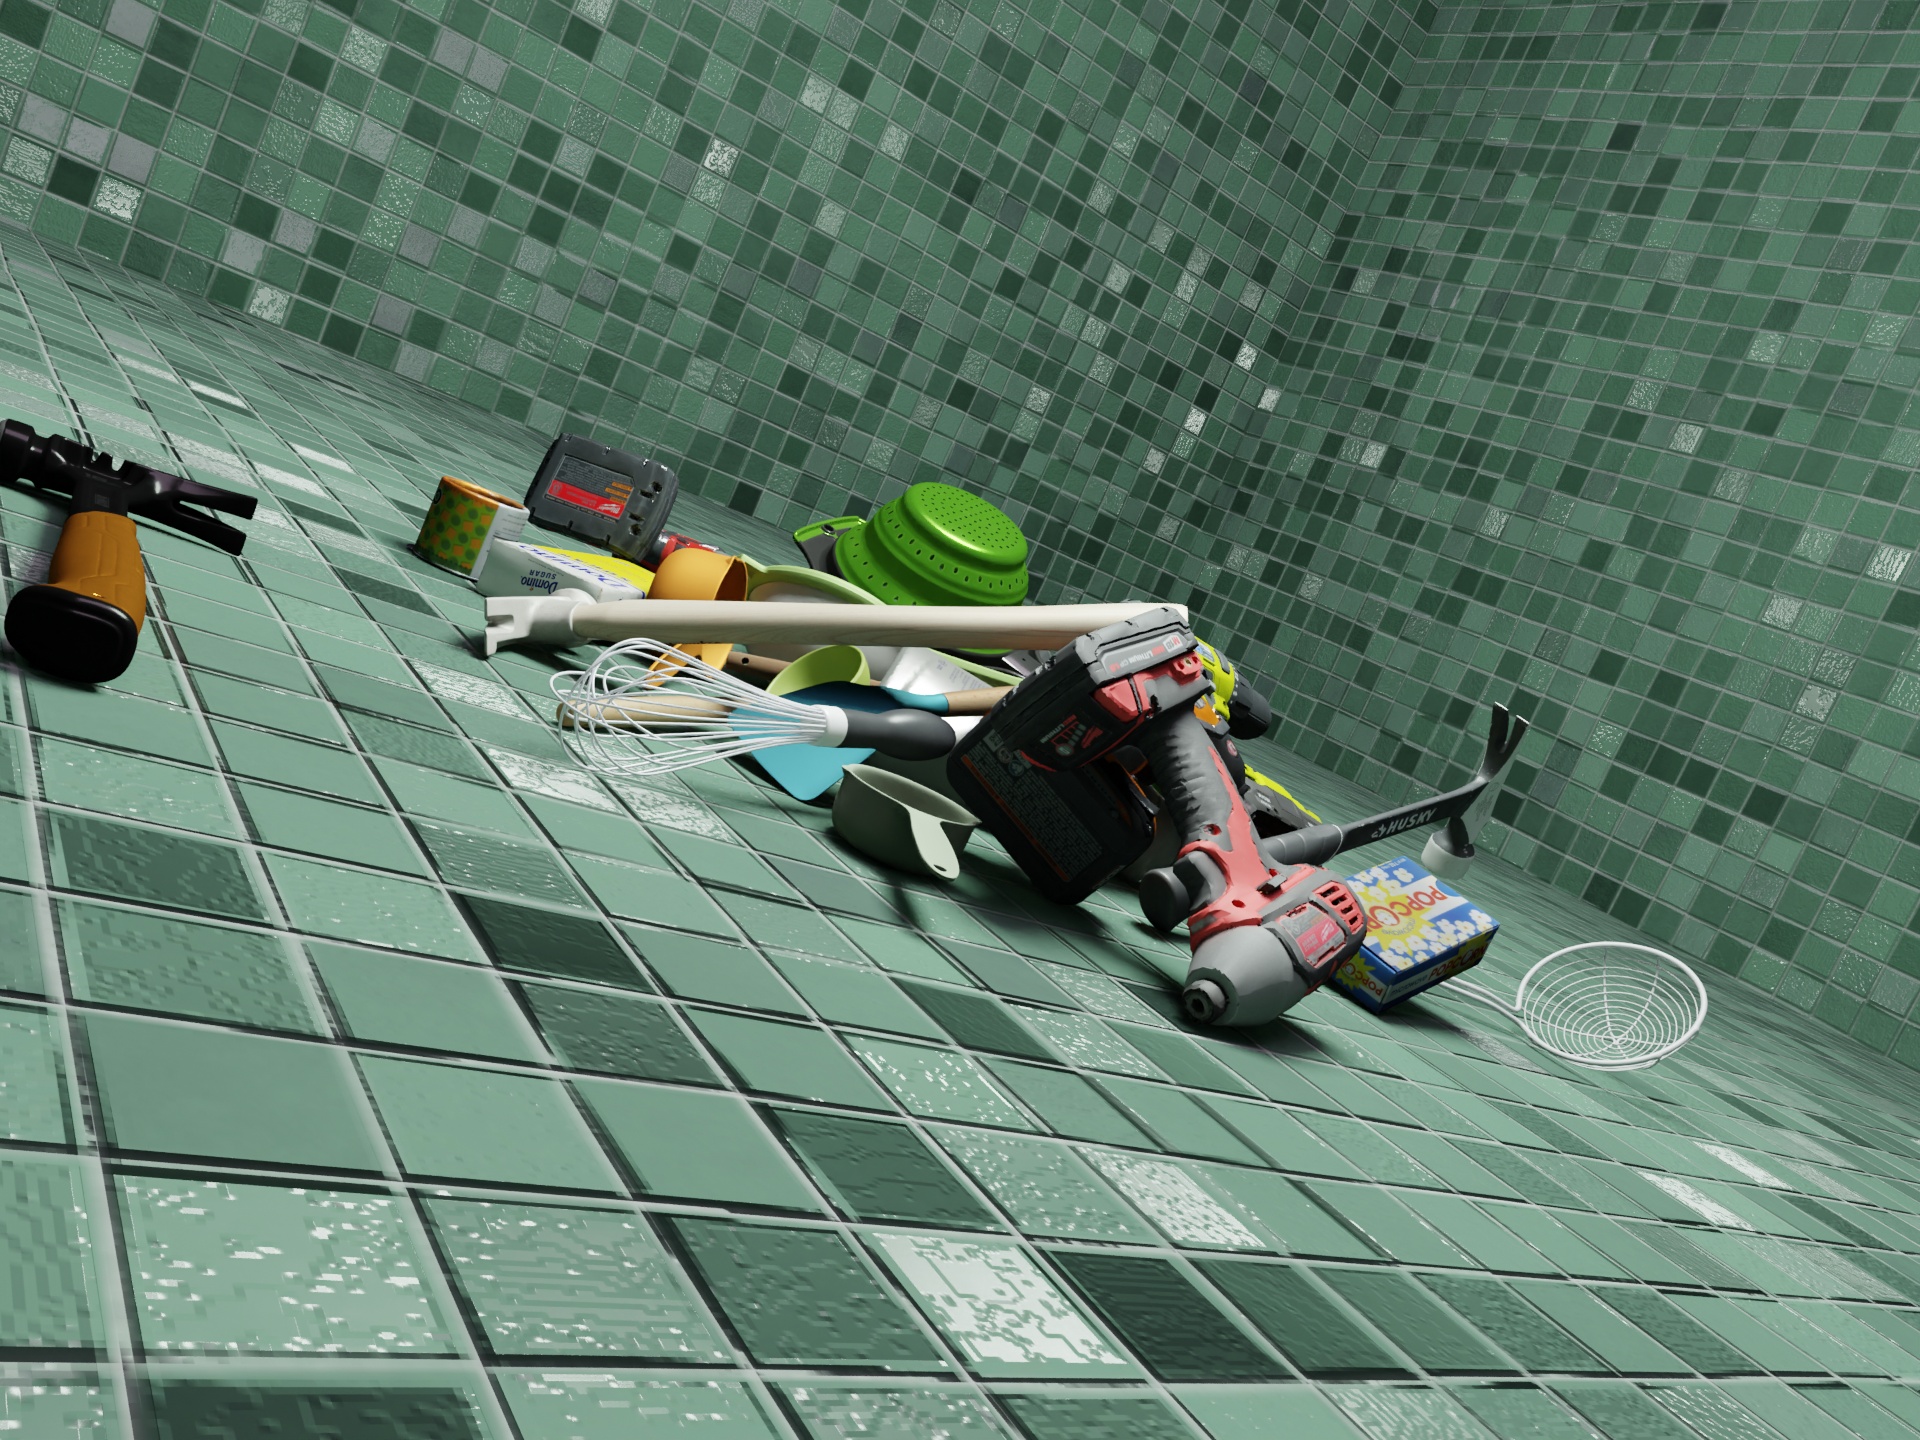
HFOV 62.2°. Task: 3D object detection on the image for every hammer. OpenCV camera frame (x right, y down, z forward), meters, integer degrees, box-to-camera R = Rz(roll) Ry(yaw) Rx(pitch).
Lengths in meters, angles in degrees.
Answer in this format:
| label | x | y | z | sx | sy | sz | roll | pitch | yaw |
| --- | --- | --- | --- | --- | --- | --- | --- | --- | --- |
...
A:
| label | x | y | z | sx | sy | sz | roll | pitch | yaw |
| --- | --- | --- | --- | --- | --- | --- | --- | --- | --- |
| hammer | 0.264 | 0.078 | 1.090 | 0.408 | 0.149 | 0.036 | -10 | 38 | -43 |
| hammer | -0.376 | -0.076 | 0.711 | 0.127 | 0.034 | 0.337 | 19 | 9 | -31 |
| hammer | -0.072 | -0.056 | 0.945 | 0.410 | 0.038 | 0.146 | 1 | 6 | 5 |

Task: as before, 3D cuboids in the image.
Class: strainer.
| label | x | y | z | sx | sy | sz | roll | pitch | yaw |
| --- | --- | --- | --- | --- | --- | --- | --- | --- | --- |
| strainer | -0.059 | -0.032 | 1.187 | 0.256 | 0.069 | 0.151 | 18 | -24 | 17 |

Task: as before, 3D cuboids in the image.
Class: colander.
| label | x | y | z | sx | sy | sz | roll | pitch | yaw |
| --- | --- | --- | --- | --- | --- | --- | --- | --- | --- |
| colander | 0.050 | -0.080 | 1.279 | 0.397 | 0.094 | 0.204 | 38 | 30 | 15 |

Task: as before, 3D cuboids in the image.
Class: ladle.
| label | x | y | z | sx | sy | sz | roll | pitch | yaw |
| --- | --- | --- | --- | --- | --- | --- | --- | --- | --- |
| ladle | -0.146 | -0.018 | 0.969 | 0.078 | 0.062 | 0.320 | -14 | -4 | 22 |

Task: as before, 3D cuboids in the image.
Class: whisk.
| label | x | y | z | sx | sy | sz | roll | pitch | yaw |
| --- | --- | --- | --- | --- | --- | --- | --- | --- | --- |
| whisk | -0.095 | 0.000 | 0.837 | 0.070 | 0.070 | 0.284 | 29 | 14 | 36 |

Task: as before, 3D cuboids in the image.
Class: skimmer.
| label | x | y | z | sx | sy | sz | roll | pitch | yaw |
| --- | --- | --- | --- | --- | --- | --- | --- | --- | --- |
| skimmer | 0.350 | 0.160 | 1.135 | 0.363 | 0.090 | 0.127 | 21 | 31 | -9 |

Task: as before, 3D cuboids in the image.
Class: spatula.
| label | x | y | z | sx | sy | sz | roll | pitch | yaw |
| --- | --- | --- | --- | --- | --- | --- | --- | --- | --- |
| spatula | -0.012 | -0.011 | 1.136 | 0.316 | 0.060 | 0.018 | 12 | -20 | -1 |
| spatula | -0.002 | -0.003 | 1.020 | 0.317 | 0.044 | 0.082 | -5 | 40 | -48 |

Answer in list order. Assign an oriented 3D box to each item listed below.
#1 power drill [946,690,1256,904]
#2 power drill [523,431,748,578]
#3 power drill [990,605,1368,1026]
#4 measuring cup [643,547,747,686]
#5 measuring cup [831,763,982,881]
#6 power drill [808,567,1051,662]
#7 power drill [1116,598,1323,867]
| label | x | y | z | sx | sy | sz | roll | pitch | yaw |
| --- | --- | --- | --- | --- | --- | --- | --- | --- | --- |
| power drill | 0.103 | 0.029 | 0.996 | 0.164 | 0.084 | 0.226 | 50 | 32 | 5 |
| power drill | -0.244 | -0.146 | 1.349 | 0.188 | 0.080 | 0.226 | 21 | -9 | 19 |
| power drill | 0.119 | 0.057 | 0.849 | 0.143 | 0.078 | 0.220 | -22 | 77 | -48 |
| measuring cup | -0.200 | -0.063 | 1.088 | 0.052 | 0.095 | 0.174 | 16 | 25 | 8 |
| measuring cup | -0.026 | 0.066 | 0.812 | 0.083 | 0.038 | 0.168 | 22 | 9 | -13 |
| power drill | -0.033 | -0.059 | 1.355 | 0.226 | 0.084 | 0.185 | 25 | 28 | 8 |
| power drill | 0.200 | 0.025 | 1.219 | 0.190 | 0.080 | 0.229 | 28 | 32 | -37 |
